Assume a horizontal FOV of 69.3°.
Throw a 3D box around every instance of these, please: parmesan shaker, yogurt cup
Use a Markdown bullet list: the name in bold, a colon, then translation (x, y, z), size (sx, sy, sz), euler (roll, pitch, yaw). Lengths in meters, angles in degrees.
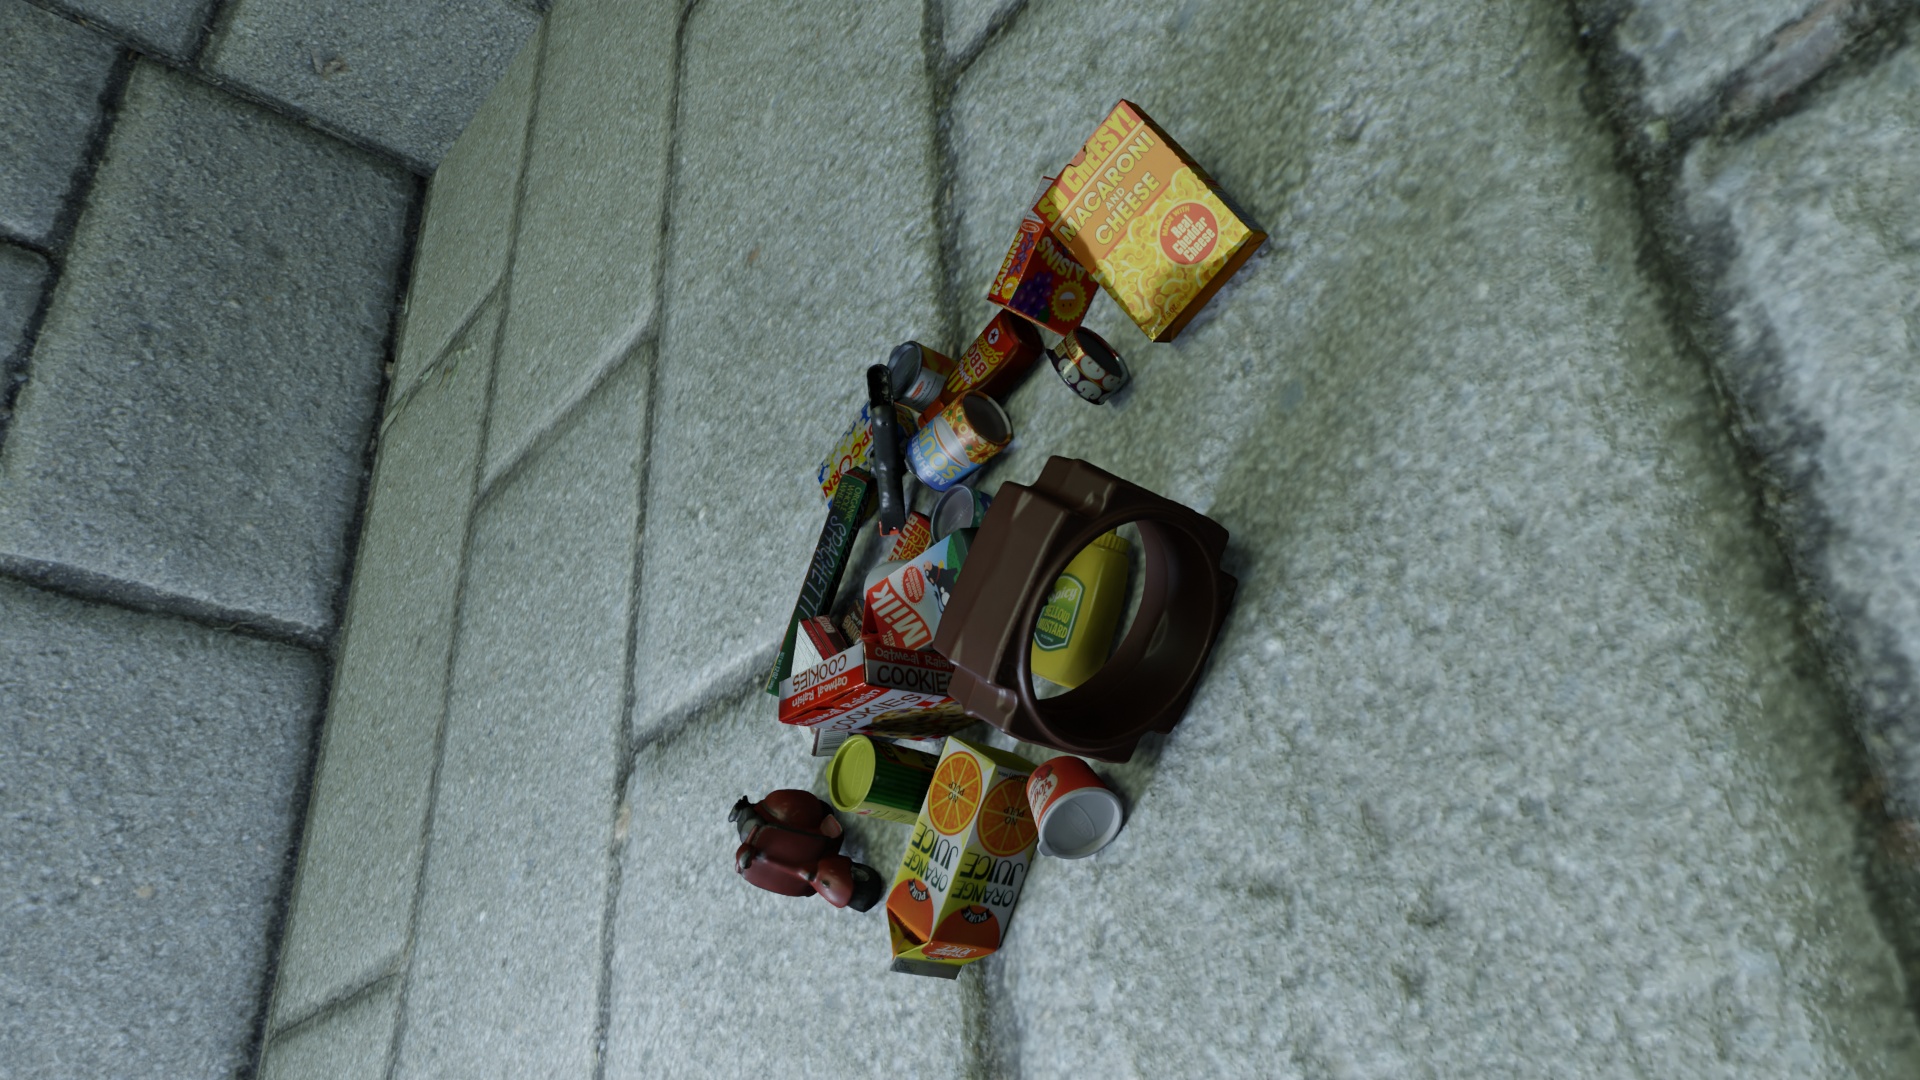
- **parmesan shaker**: translation (-0.056, 0.212, 1.216), size (0.071, 0.103, 0.071), euler (-27, 53, 43)
- **yogurt cup**: translation (0.085, 0.203, 1.073), size (0.072, 0.072, 0.054), euler (-57, 29, 16)

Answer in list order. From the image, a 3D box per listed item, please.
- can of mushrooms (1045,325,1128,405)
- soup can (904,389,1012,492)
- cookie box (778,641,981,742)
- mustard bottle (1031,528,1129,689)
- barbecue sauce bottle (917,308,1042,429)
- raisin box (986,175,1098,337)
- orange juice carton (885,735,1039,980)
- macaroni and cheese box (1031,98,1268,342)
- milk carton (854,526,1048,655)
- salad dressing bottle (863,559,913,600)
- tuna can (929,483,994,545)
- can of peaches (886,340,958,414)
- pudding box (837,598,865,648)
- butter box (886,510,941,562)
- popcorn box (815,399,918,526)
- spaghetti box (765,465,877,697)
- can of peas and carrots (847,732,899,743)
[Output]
- **can of mushrooms**: translation (0.111, -0.154, 1.209), size (0.033, 0.071, 0.071), euler (-44, 43, 28)
- **soup can**: translation (-0.003, -0.094, 1.327), size (0.083, 0.071, 0.071), euler (-39, 46, 35)
- **cookie box**: translation (-0.053, 0.134, 1.194), size (0.122, 0.167, 0.040), euler (-29, 58, 43)
- **mustard bottle**: translation (0.104, 0.041, 1.140), size (0.065, 0.049, 0.160), euler (16, 86, 53)
- **barbecue sauce bottle**: translation (0.016, -0.156, 1.356), size (0.148, 0.043, 0.065), euler (-45, 44, 30)
- **raisin box**: translation (0.089, -0.259, 1.276), size (0.040, 0.086, 0.123), euler (32, 99, 52)
- **orange juice carton**: translation (0.003, 0.267, 1.139), size (0.073, 0.072, 0.192), euler (19, 88, 55)
- **macaroni and cheese box**: translation (0.156, -0.268, 1.168), size (0.167, 0.040, 0.123), euler (51, 117, 16)
- **milk carton**: translation (-0.016, 0.055, 1.180), size (0.189, 0.072, 0.073), euler (-34, 67, 50)
- **salad dressing bottle**: translation (-0.024, 0.054, 1.283), size (0.147, 0.044, 0.064), euler (9, 93, 41)
- **tuna can**: translation (0.005, -0.016, 1.310), size (0.071, 0.033, 0.071), euler (-27, 53, 43)
- **can of peaches**: translation (-0.038, -0.165, 1.419), size (0.071, 0.058, 0.071), euler (-28, 52, 44)
- **pudding box**: translation (-0.092, 0.103, 1.379), size (0.049, 0.030, 0.084), euler (-54, 38, 22)
- **butter box**: translation (-0.049, 0.027, 1.366), size (0.053, 0.024, 0.103), euler (36, 102, 53)
- **popcorn box**: translation (-0.097, -0.086, 1.473), size (0.126, 0.038, 0.085), euler (-51, 40, 24)
- **spaghetti box**: translation (-0.143, 0.045, 1.431), size (0.050, 0.029, 0.249), euler (-39, -30, -76)
- **can of peas and carrots**: translation (-0.084, 0.151, 1.313), size (0.070, 0.071, 0.059), euler (-57, 37, 16)
